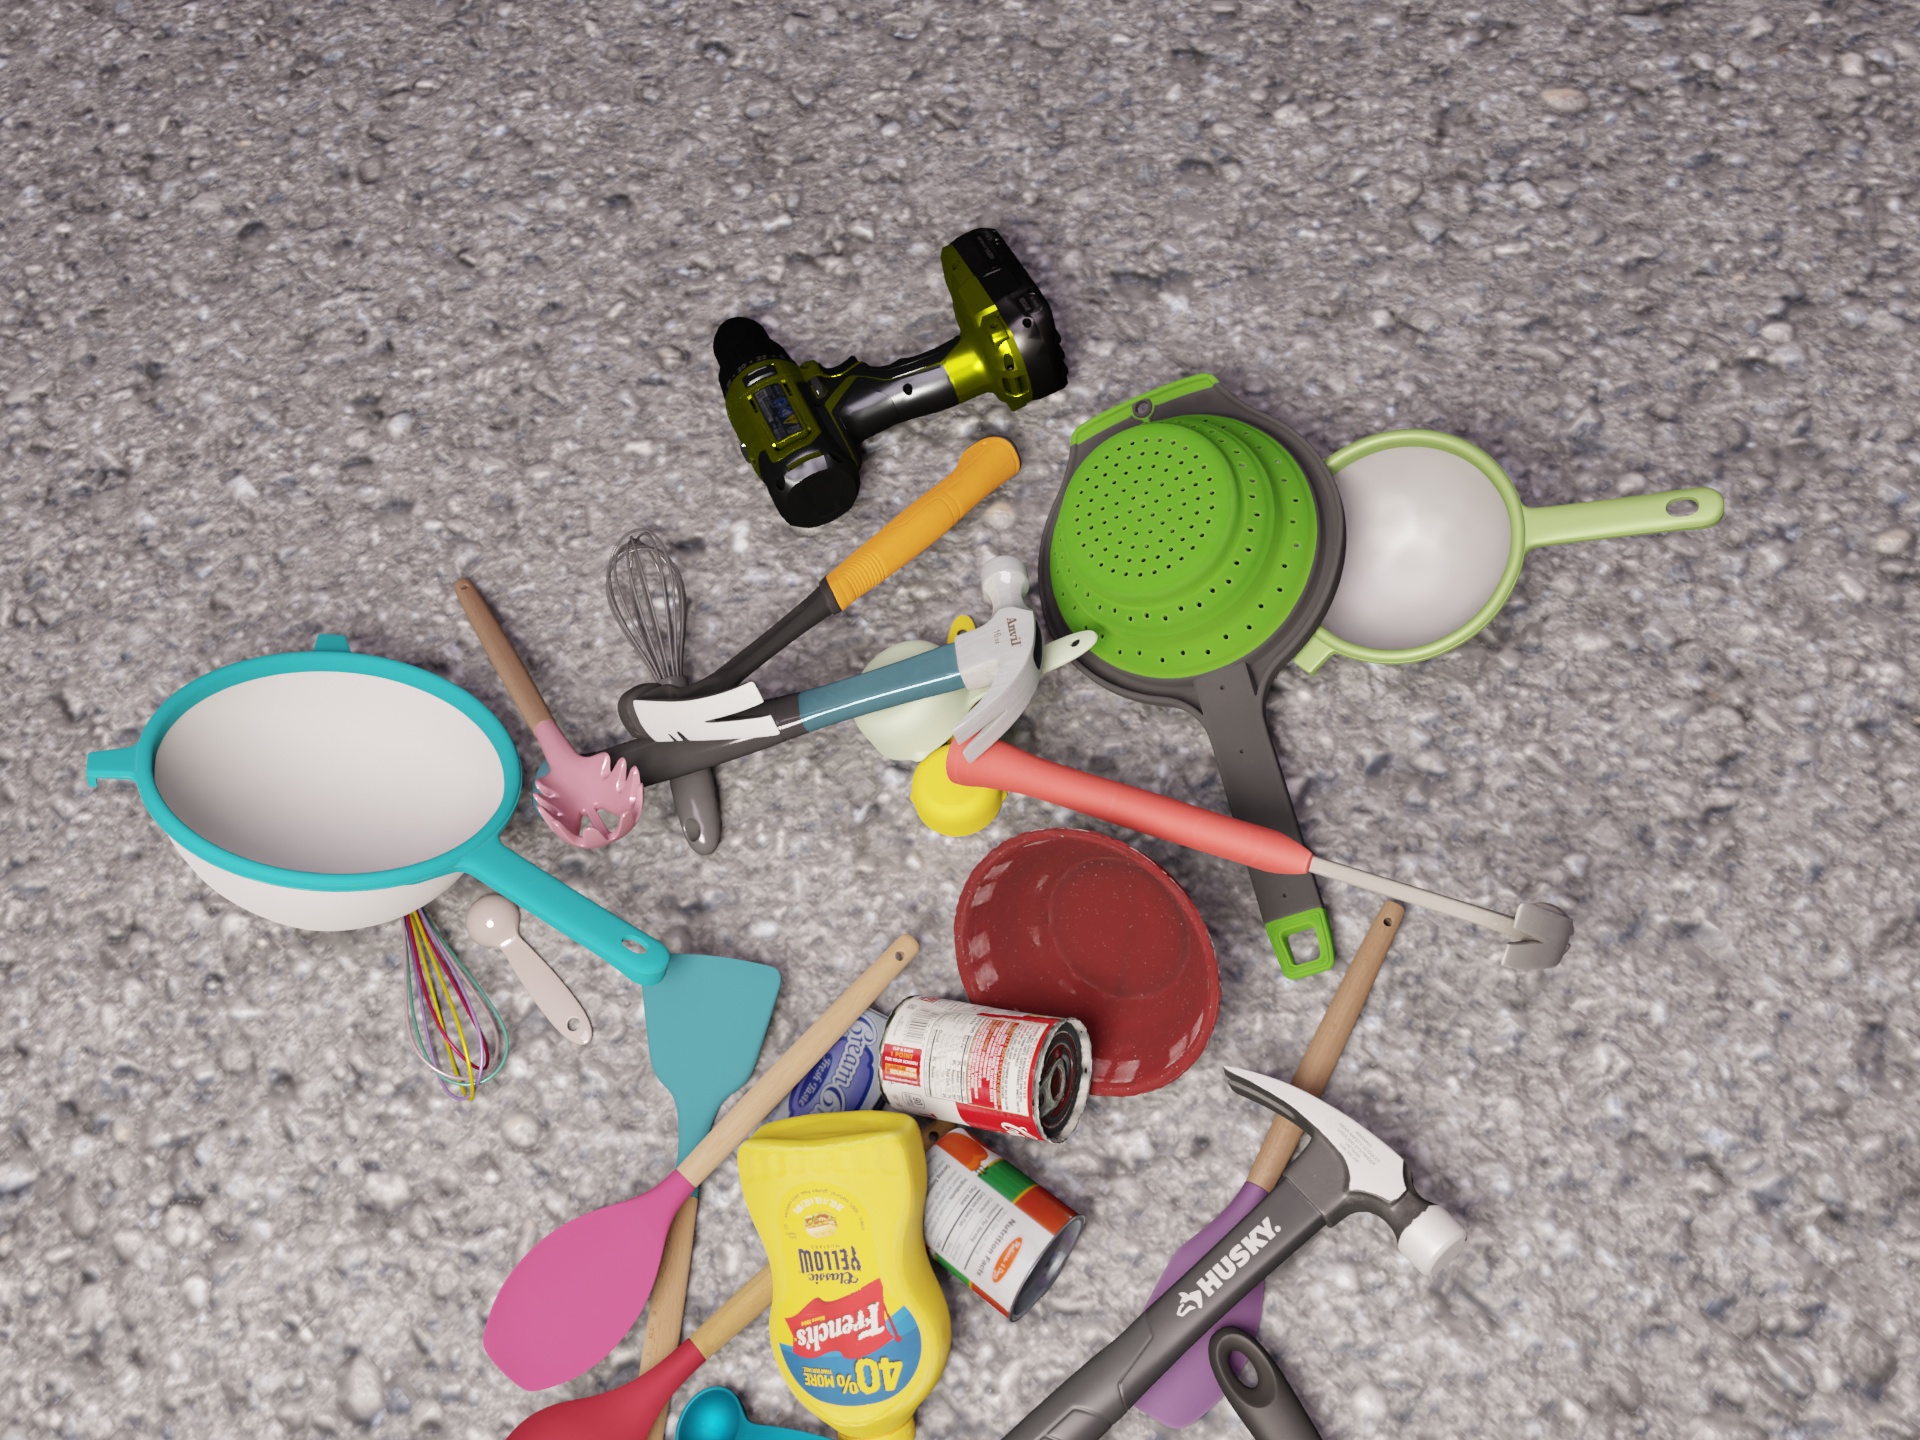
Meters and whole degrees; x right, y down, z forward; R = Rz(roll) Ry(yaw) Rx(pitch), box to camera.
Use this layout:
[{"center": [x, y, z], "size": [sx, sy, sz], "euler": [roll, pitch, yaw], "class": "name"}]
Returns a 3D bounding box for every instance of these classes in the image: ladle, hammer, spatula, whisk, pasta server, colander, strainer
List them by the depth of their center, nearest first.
[{"center": [0.212, 0.425, 0.765], "size": [0.073, 0.073, 0.296], "euler": [-32, 61, -8], "class": "whisk"}, {"center": [0.089, 0.323, 0.819], "size": [0.335, 0.035, 0.146], "euler": [-39, 53, -10], "class": "hammer"}, {"center": [-0.121, 0.322, 0.861], "size": [0.315, 0.031, 0.069], "euler": [-39, 80, -20], "class": "ladle"}, {"center": [0.145, 0.064, 0.867], "size": [0.359, 0.149, 0.037], "euler": [17, 91, 29], "class": "hammer"}, {"center": [0.179, 0.238, 0.884], "size": [0.060, 0.018, 0.316], "euler": [27, 71, 10], "class": "spatula"}, {"center": [-0.161, 0.291, 0.888], "size": [0.082, 0.044, 0.318], "euler": [7, 66, -5], "class": "spatula"}, {"center": [-0.322, 0.086, 0.942], "size": [0.340, 0.095, 0.211], "euler": [29, 35, 11], "class": "strainer"}, {"center": [0.146, -0.042, 0.957], "size": [0.204, 0.094, 0.397], "euler": [-21, 69, 20], "class": "colander"}, {"center": [-0.108, -0.002, 0.973], "size": [0.331, 0.033, 0.128], "euler": [-17, 50, 9], "class": "hammer"}, {"center": [0.328, -0.106, 0.978], "size": [0.256, 0.069, 0.151], "euler": [-5, 75, 24], "class": "strainer"}, {"center": [-0.338, 0.127, 0.993], "size": [0.051, 0.047, 0.245], "euler": [-28, 61, -5], "class": "whisk"}, {"center": [-0.061, -0.092, 0.995], "size": [0.127, 0.034, 0.337], "euler": [-1, 33, 45], "class": "hammer"}, {"center": [-0.272, -0.015, 1.005], "size": [0.060, 0.040, 0.317], "euler": [-23, 44, -19], "class": "pasta server"}, {"center": [-0.193, -0.021, 1.045], "size": [0.055, 0.055, 0.239], "euler": [-17, 68, -1], "class": "whisk"}]

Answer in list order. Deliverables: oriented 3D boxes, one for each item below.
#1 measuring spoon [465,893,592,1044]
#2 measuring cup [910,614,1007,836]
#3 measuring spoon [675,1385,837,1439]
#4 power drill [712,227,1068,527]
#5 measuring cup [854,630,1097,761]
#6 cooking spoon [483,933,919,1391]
[{"center": [-0.267, 0.153, 0.983], "size": [0.034, 0.018, 0.124], "euler": [-41, 67, -12], "class": "measuring spoon"}, {"center": [-0.002, -0.003, 1.017], "size": [0.062, 0.029, 0.157], "euler": [-2, 66, 7], "class": "measuring cup"}, {"center": [-0.093, 0.381, 0.829], "size": [0.129, 0.021, 0.042], "euler": [0, 53, 31], "class": "measuring spoon"}, {"center": [-0.058, -0.253, 1.120], "size": [0.228, 0.080, 0.191], "euler": [-26, 56, -2], "class": "power drill"}, {"center": [0.004, -0.031, 0.988], "size": [0.167, 0.038, 0.083], "euler": [-22, 45, 25], "class": "measuring cup"}, {"center": [-0.135, 0.237, 0.889], "size": [0.069, 0.017, 0.319], "euler": [44, 72, 3], "class": "cooking spoon"}]
